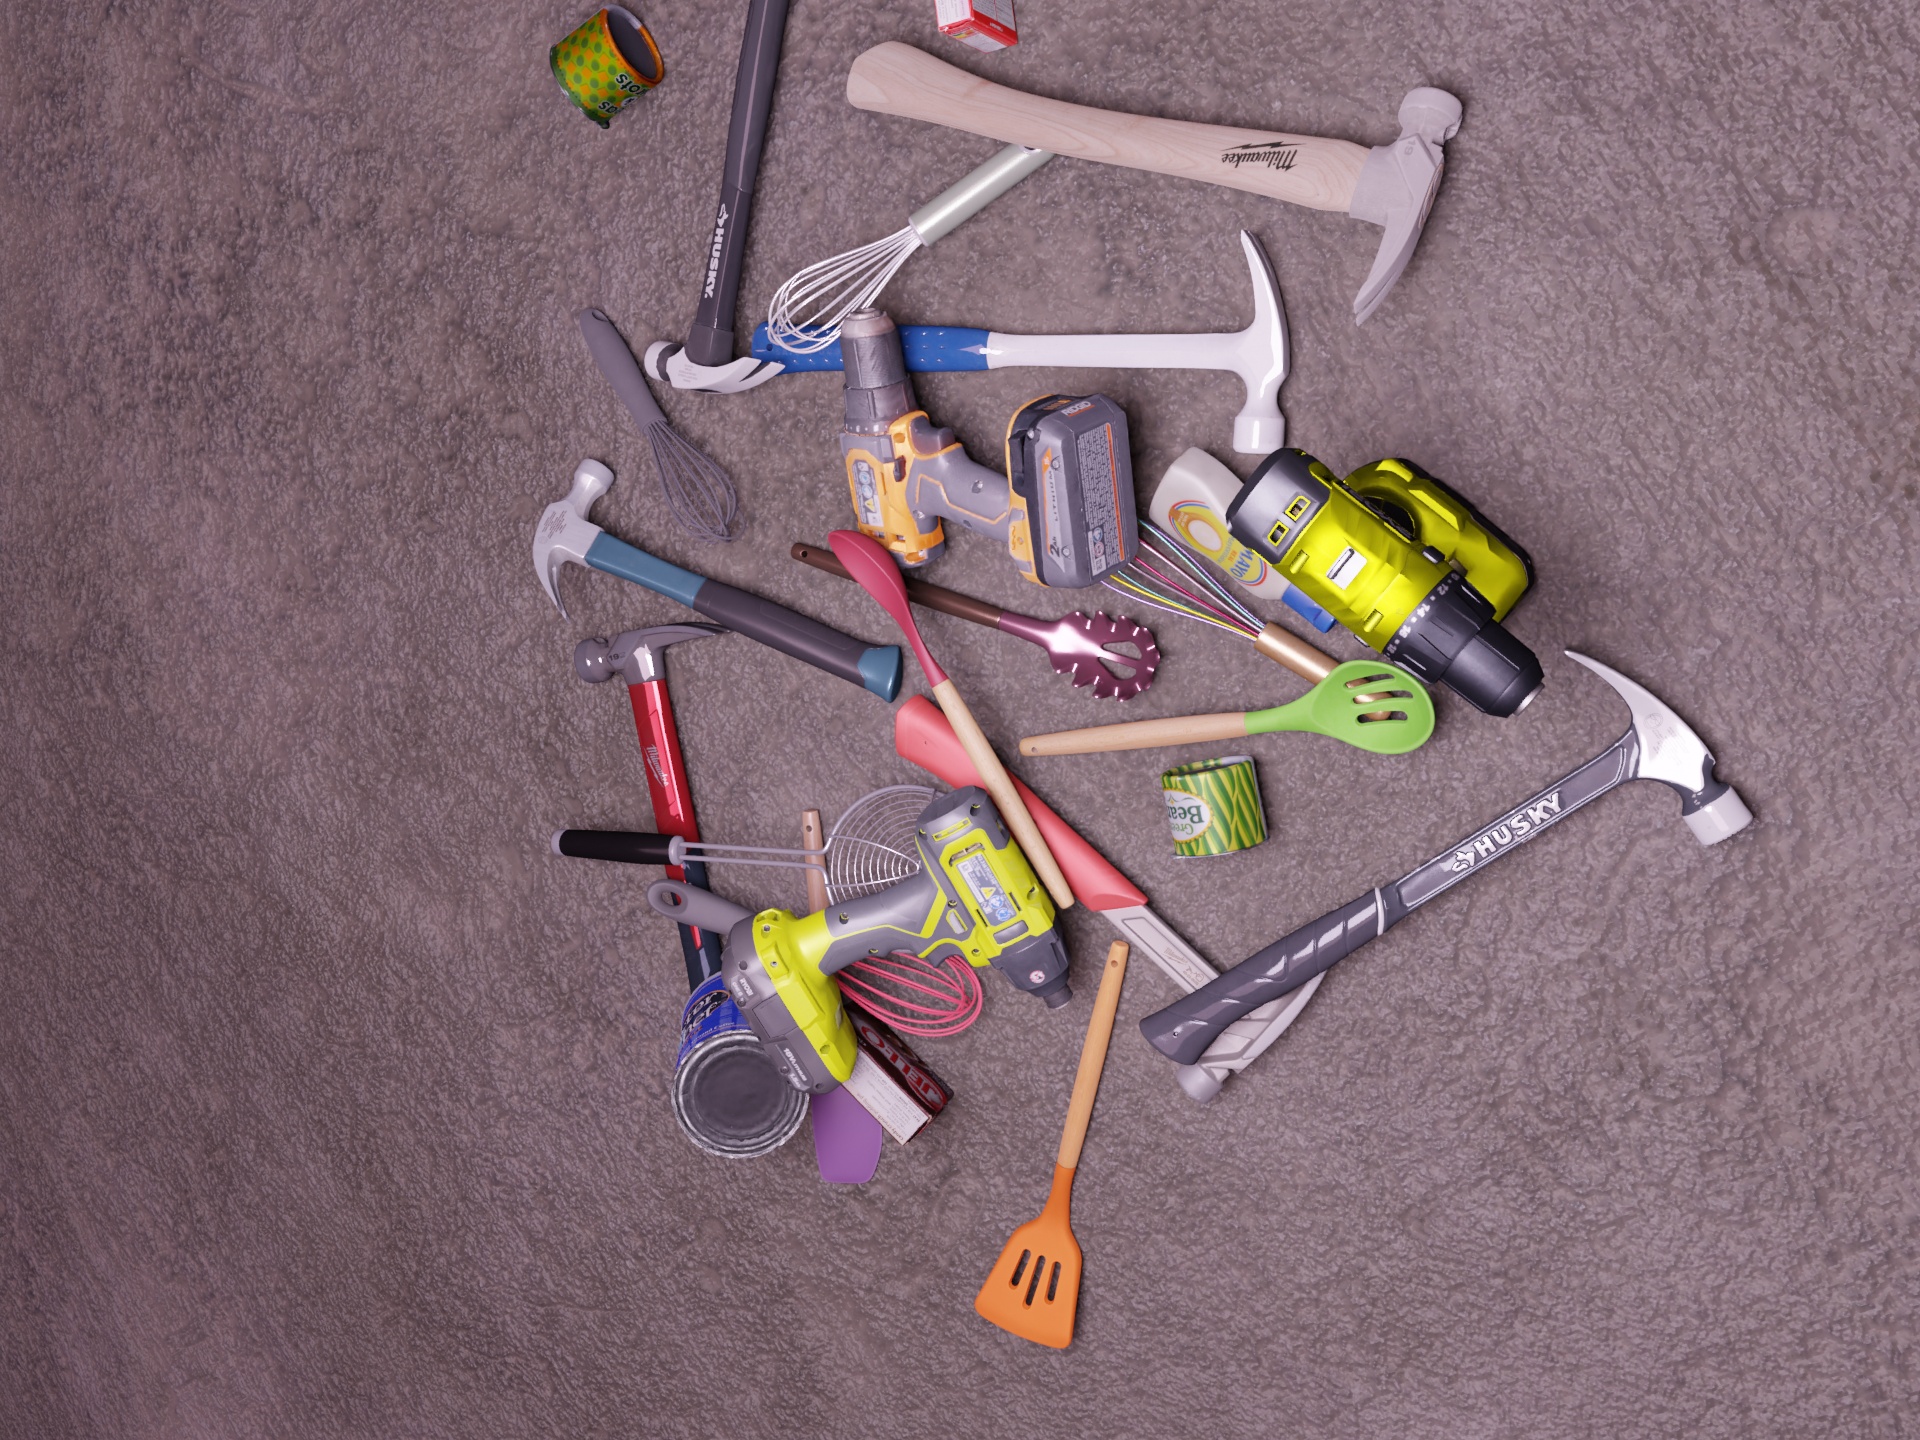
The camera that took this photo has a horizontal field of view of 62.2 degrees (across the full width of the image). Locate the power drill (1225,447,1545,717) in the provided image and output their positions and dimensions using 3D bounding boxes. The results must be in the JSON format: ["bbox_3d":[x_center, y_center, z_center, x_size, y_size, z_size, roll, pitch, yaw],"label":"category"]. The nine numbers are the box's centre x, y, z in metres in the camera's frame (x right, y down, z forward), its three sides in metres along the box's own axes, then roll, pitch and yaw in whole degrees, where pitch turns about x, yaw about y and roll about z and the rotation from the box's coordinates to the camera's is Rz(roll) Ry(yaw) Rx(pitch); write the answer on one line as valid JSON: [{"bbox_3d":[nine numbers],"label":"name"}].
[{"bbox_3d":[0.268,-0.084,0.937,0.191,0.228,0.080,41,114,14],"label":"power drill"}]

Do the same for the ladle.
[{"bbox_3d":[-0.002,-0.004,1.134,0.031,0.069,0.315,-30,91,-14],"label":"ladle"}]

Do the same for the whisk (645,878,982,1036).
[{"bbox_3d":[-0.120,0.179,1.251,0.296,0.073,0.073,17,106,18],"label":"whisk"}]

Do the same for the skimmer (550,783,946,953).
[{"bbox_3d":[-0.157,0.109,1.258,0.363,0.090,0.127,1,83,27],"label":"skimmer"}]

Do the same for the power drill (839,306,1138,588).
[{"bbox_3d":[0.005,-0.187,1.089,0.226,0.084,0.185,14,123,41],"label":"power drill"}]

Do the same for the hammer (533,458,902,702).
[{"bbox_3d":[-0.190,-0.095,1.248,0.331,0.033,0.128,23,73,15],"label":"hammer"}]

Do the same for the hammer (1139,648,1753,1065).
[{"bbox_3d":[0.289,0.111,1.046,0.409,0.036,0.149,-36,81,19],"label":"hammer"}]

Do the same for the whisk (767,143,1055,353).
[{"bbox_3d":[-0.035,-0.339,1.120,0.246,0.059,0.058,-33,75,11],"label":"whisk"}]

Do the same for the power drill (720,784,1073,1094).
[{"bbox_3d":[-0.041,0.168,1.134,0.223,0.080,0.171,-27,103,10],"label":"power drill"}]

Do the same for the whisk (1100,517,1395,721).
[{"bbox_3d":[0.189,-0.074,1.086,0.245,0.047,0.051,33,124,12],"label":"whisk"}]

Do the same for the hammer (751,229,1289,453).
[{"bbox_3d":[0.033,-0.268,1.127,0.405,0.035,0.144,7,102,25],"label":"hammer"}]

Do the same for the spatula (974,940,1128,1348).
[{"bbox_3d":[0.084,0.319,1.207,0.081,0.041,0.322,17,105,19],"label":"spatula"}]

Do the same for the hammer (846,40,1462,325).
[{"bbox_3d":[0.103,-0.374,1.043,0.411,0.038,0.146,20,85,21],"label":"hammer"}]

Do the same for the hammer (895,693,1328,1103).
[{"bbox_3d":[0.094,0.102,1.154,0.359,0.036,0.149,43,106,13],"label":"hammer"}]

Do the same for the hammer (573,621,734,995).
[{"bbox_3d":[-0.217,0.112,1.316,0.143,0.038,0.386,-9,95,25],"label":"hammer"}]

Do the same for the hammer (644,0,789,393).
[{"bbox_3d":[-0.160,-0.408,1.177,0.146,0.035,0.334,24,106,46],"label":"hammer"}]

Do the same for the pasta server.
[{"bbox_3d":[0.005,-0.083,1.174,0.316,0.040,0.060,20,95,23],"label":"pasta server"}]

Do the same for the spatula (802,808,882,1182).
[{"bbox_3d":[-0.104,0.227,1.293,0.060,0.018,0.316,-4,98,14],"label":"spatula"}]

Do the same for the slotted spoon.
[{"bbox_3d":[0.175,0.002,1.097,0.314,0.031,0.070,-7,115,34],"label":"slotted spoon"}]

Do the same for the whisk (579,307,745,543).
[{"bbox_3d":[-0.240,-0.234,1.256,0.055,0.055,0.239,-40,73,26],"label":"whisk"}]
